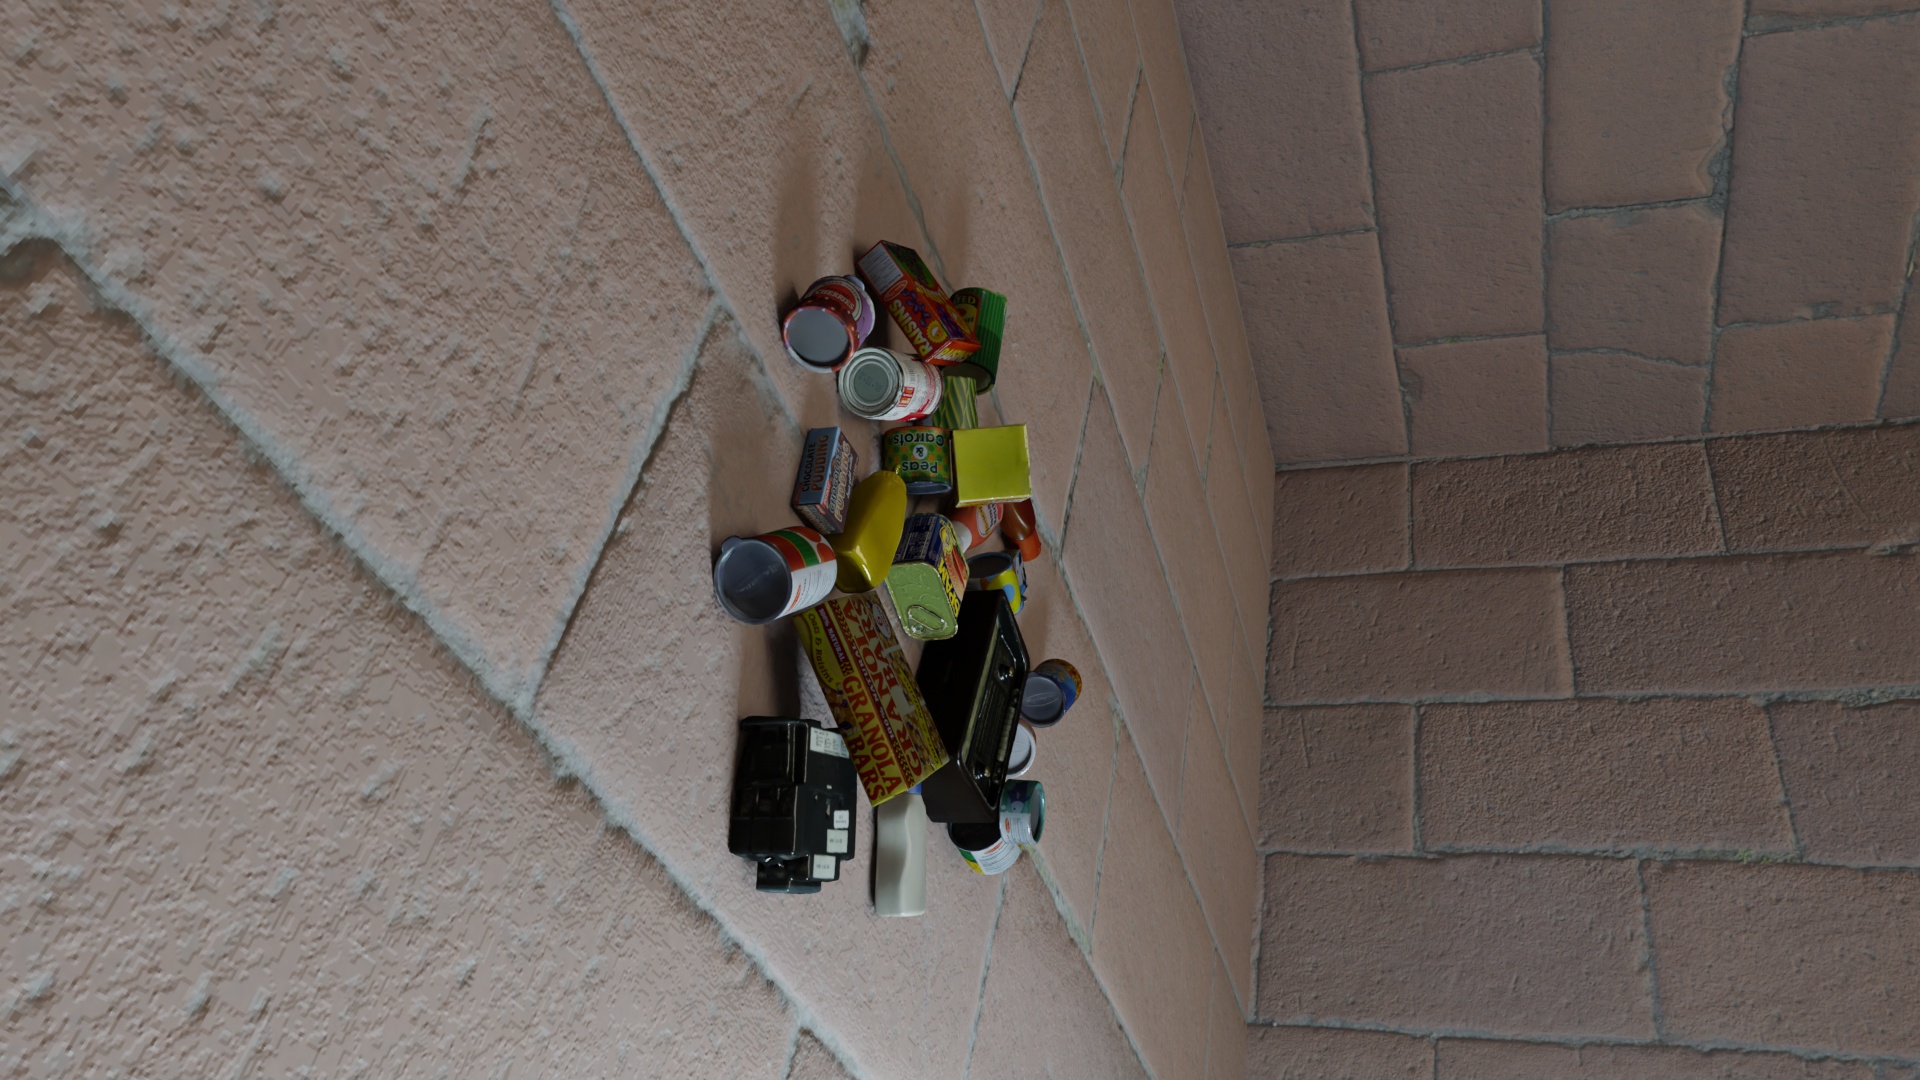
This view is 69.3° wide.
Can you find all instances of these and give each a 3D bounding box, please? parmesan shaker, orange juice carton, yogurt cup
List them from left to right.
[{"bbox_3d":[0.015,-0.221,1.538,0.071,0.071,0.103,57,35,-52],"label":"parmesan shaker"},{"bbox_3d":[0.028,-0.073,1.415,0.192,0.073,0.072,162,-77,-88],"label":"orange juice carton"},{"bbox_3d":[0.055,0.231,1.572,0.054,0.072,0.072,-12,98,-78],"label":"yogurt cup"}]

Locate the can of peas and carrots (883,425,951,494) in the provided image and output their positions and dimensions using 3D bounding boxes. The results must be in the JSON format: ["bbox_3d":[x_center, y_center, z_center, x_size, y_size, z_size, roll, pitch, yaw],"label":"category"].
[{"bbox_3d":[-0.042,-0.079,1.362,0.071,0.071,0.059,18,69,-68],"label":"can of peas and carrots"}]

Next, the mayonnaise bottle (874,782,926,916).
[{"bbox_3d":[-0.055,0.275,1.300,0.064,0.041,0.148,33,54,-67],"label":"mayonnaise bottle"}]

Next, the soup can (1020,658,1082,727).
[{"bbox_3d":[0.109,0.185,1.719,0.084,0.071,0.071,-30,114,-68],"label":"soup can"}]

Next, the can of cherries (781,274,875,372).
[{"bbox_3d":[-0.113,-0.188,1.193,0.059,0.071,0.071,-64,145,-51],"label":"can of cherries"}]

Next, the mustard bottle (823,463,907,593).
[{"bbox_3d":[-0.081,-0.020,1.275,0.161,0.049,0.065,-69,143,-50],"label":"mustard bottle"}]

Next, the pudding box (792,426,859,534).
[{"bbox_3d":[-0.117,-0.053,1.211,0.049,0.030,0.084,58,34,-50],"label":"pudding box"}]

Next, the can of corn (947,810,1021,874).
[{"bbox_3d":[0.026,0.311,1.476,0.058,0.071,0.071,64,29,-46],"label":"can of corn"}]

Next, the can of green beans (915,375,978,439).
[{"bbox_3d":[-0.015,-0.138,1.450,0.071,0.071,0.058,8,78,-69],"label":"can of green beans"}]

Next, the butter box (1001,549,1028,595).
[{"bbox_3d":[0.053,0.056,1.654,0.104,0.024,0.053,-58,139,-58],"label":"butter box"}]

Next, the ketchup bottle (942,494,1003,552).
[{"bbox_3d":[0.005,-0.019,1.514,0.149,0.043,0.064,-52,131,-60],"label":"ketchup bottle"}]

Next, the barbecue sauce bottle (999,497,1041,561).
[{"bbox_3d":[0.064,-0.039,1.674,0.065,0.043,0.147,-72,151,-45],"label":"barbecue sauce bottle"}]

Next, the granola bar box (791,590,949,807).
[{"bbox_3d":[-0.072,0.126,1.159,0.165,0.039,0.124,66,14,4],"label":"granola bar box"}]

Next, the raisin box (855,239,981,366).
[{"bbox_3d":[-0.039,-0.231,1.358,0.123,0.040,0.086,56,18,9],"label":"raisin box"}]

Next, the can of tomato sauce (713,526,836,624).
[{"bbox_3d":[-0.144,0.024,1.078,0.083,0.071,0.071,-20,105,-69],"label":"can of tomato sauce"}]

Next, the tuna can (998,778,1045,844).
[{"bbox_3d":[0.065,0.278,1.430,0.071,0.033,0.071,-1,91,-72],"label":"tuna can"}]

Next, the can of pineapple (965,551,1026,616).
[{"bbox_3d":[0.034,0.052,1.540,0.071,0.071,0.057,-59,140,-57],"label":"can of pineapple"}]
